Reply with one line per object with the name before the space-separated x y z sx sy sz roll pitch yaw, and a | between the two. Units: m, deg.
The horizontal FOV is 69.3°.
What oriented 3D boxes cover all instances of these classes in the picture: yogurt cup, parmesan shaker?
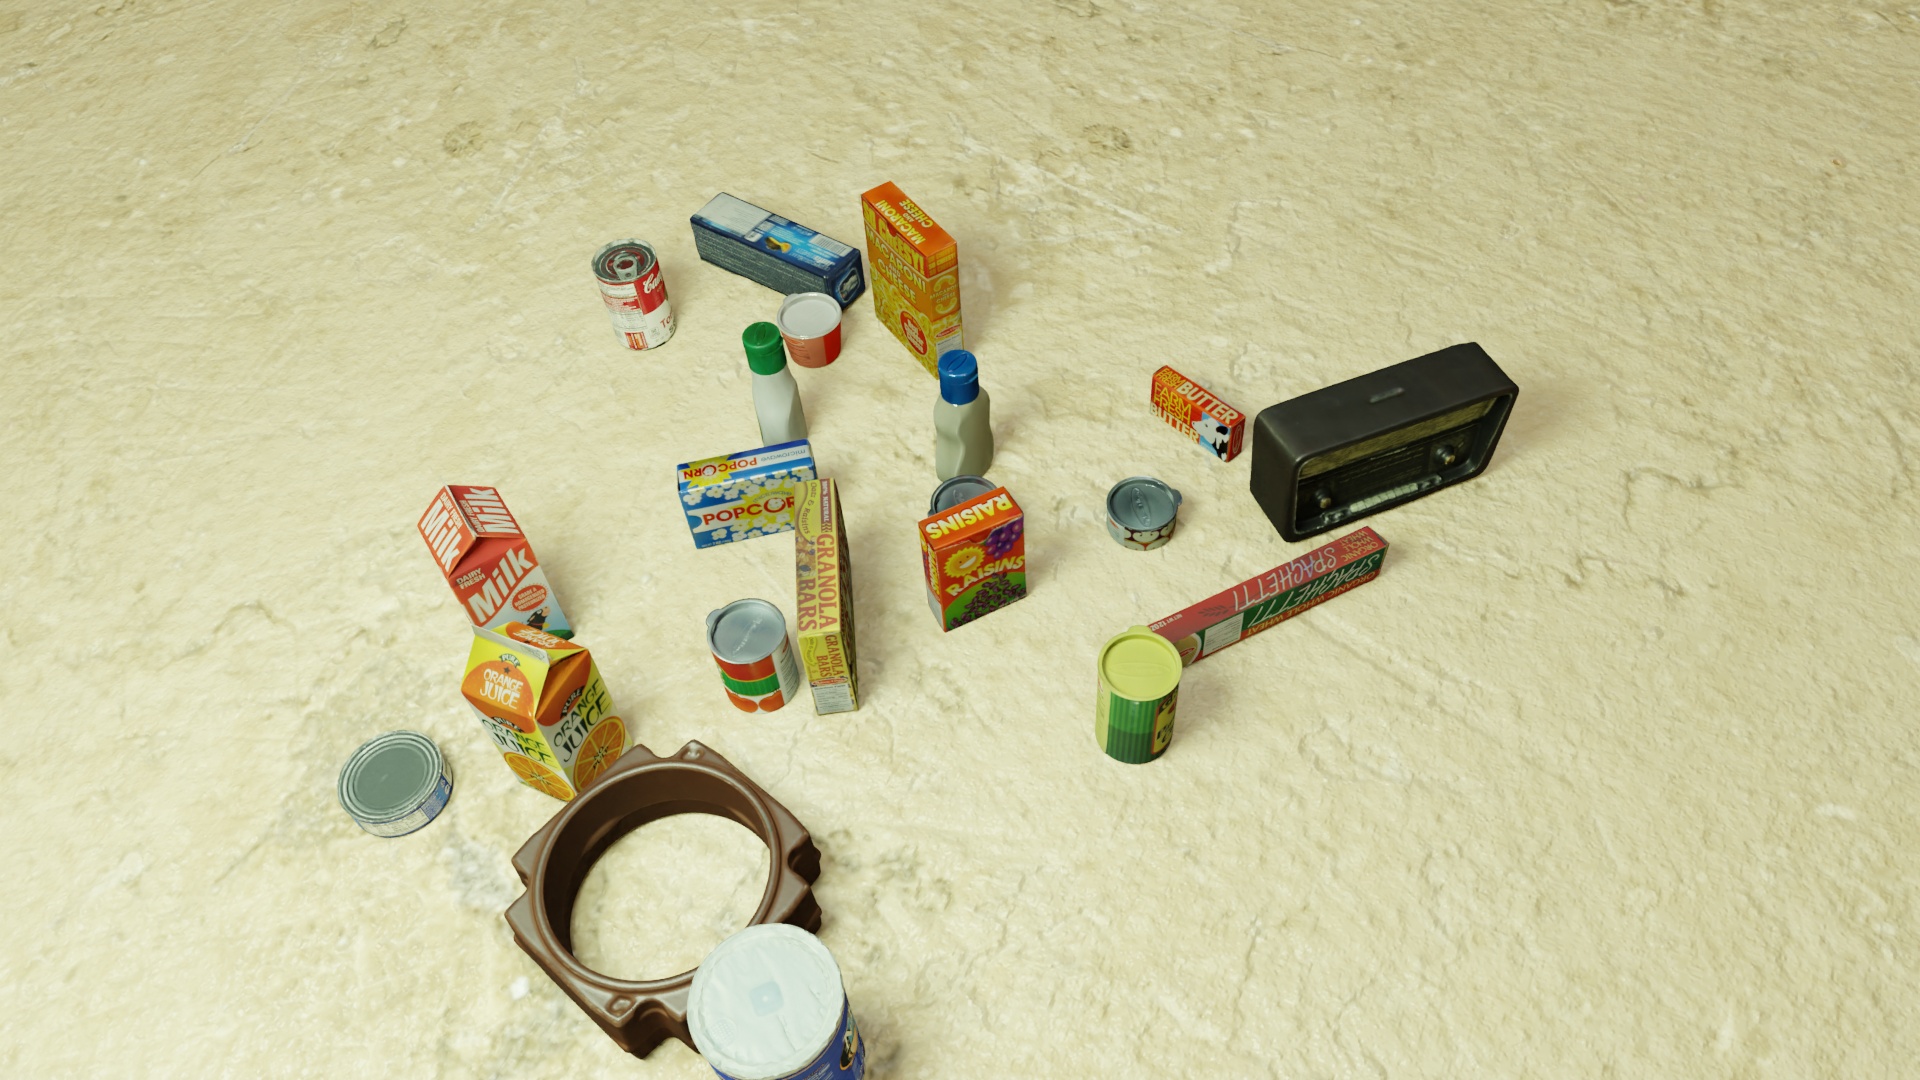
yogurt cup | -0.156 -0.218 1.458 0.072 0.053 0.073 -2 51 2
parmesan shaker | 0.144 0.127 1.131 0.071 0.102 0.072 -2 51 3

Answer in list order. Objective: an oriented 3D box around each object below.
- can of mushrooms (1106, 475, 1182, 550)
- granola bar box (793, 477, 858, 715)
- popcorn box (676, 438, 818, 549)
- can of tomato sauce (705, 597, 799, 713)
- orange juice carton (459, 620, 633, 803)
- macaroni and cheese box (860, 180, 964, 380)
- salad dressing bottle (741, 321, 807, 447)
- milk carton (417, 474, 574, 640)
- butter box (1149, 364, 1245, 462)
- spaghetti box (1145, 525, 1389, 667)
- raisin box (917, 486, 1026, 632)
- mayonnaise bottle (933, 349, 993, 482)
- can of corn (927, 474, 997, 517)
can of mushrooms | 0.171 -0.025 1.295 0.071 0.033 0.071 -2 51 2
granola bar box | -0.115 0.048 1.198 0.039 0.123 0.166 -6 51 -1
popcorn box | -0.195 -0.043 1.301 0.127 0.084 0.038 -12 52 -6
can of tomato sauce | -0.178 0.100 1.187 0.071 0.082 0.071 -2 51 3
orange juice carton | -0.330 0.131 1.103 0.072 0.191 0.073 18 55 18
macaroni and cheese box | -0.048 -0.263 1.415 0.040 0.165 0.124 -29 55 -18
salad dressing bottle | -0.180 -0.147 1.343 0.044 0.146 0.064 2 52 5
milk carton | -0.403 0.025 1.194 0.074 0.189 0.072 -30 56 -18
butter box | 0.230 -0.124 1.358 0.024 0.052 0.104 -37 58 -23
spaghetti box | 0.261 0.055 1.214 0.251 0.050 0.029 -23 54 -14
raisin box | 0.012 0.018 1.214 0.086 0.122 0.040 -22 53 -13
mayonnaise bottle | 0.001 -0.115 1.305 0.041 0.147 0.065 30 59 24
can of corn | 0.005 -0.016 1.283 0.071 0.058 0.071 -2 51 2
